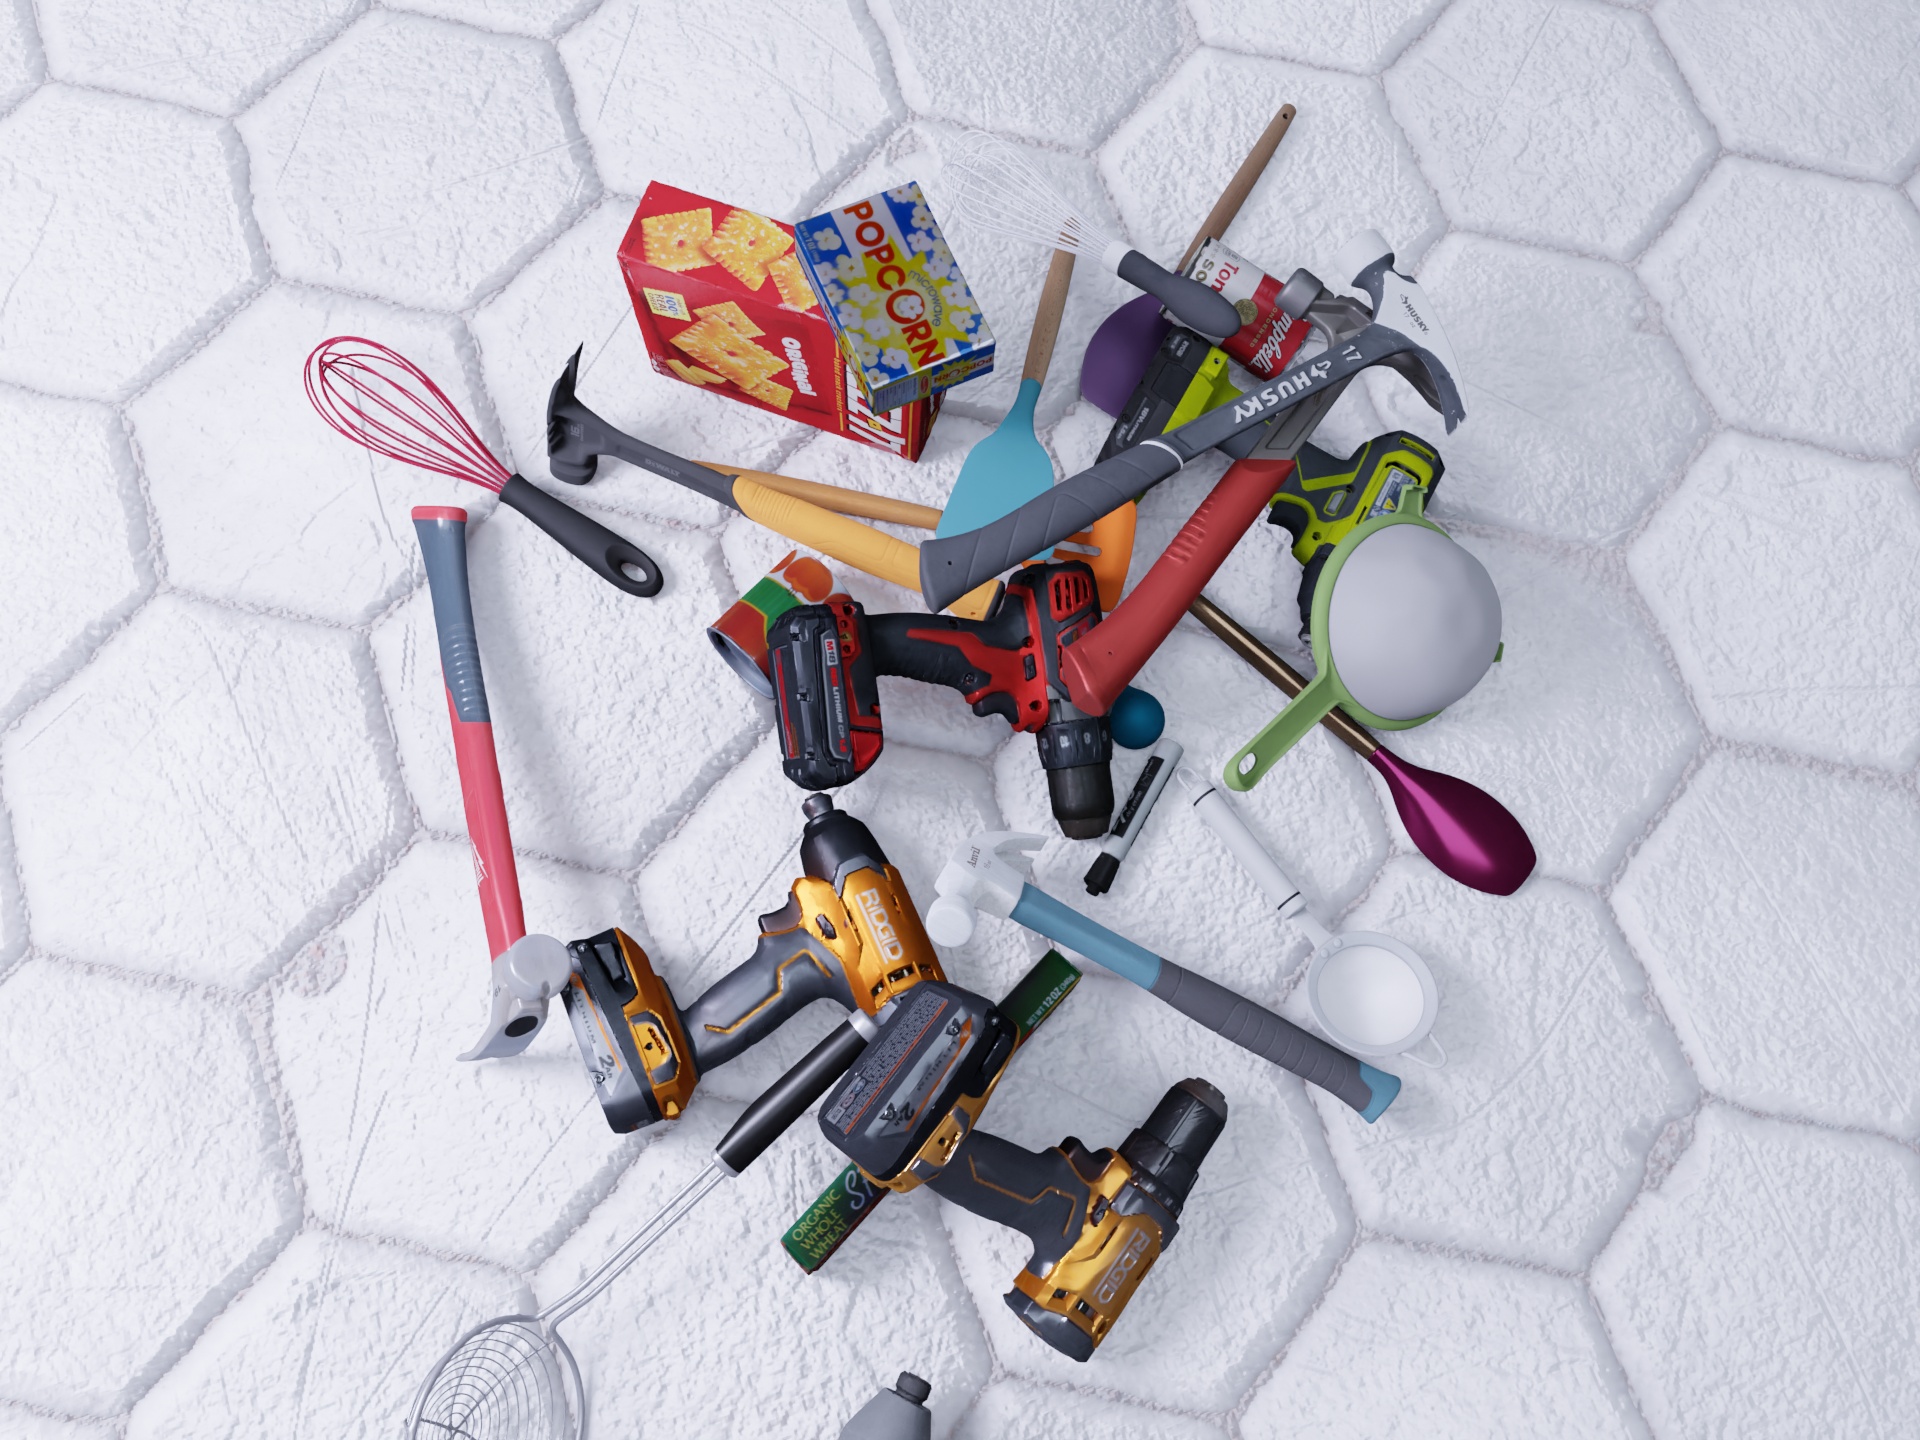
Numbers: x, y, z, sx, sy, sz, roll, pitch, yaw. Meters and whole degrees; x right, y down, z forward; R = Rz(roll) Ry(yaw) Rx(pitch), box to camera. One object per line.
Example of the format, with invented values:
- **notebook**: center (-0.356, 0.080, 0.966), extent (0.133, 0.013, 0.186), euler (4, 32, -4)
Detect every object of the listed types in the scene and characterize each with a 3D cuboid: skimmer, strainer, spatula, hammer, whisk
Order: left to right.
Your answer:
- **hammer**: center (-0.321, 0.026, 1.039), extent (0.038, 0.143, 0.387), euler (1, 58, -33)
- **whisk**: center (-0.333, -0.174, 1.114), extent (0.296, 0.073, 0.073), euler (34, 73, 0)
- **skimmer**: center (-0.170, 0.317, 0.918), extent (0.363, 0.127, 0.090), euler (-43, 38, -6)
- **hammer**: center (-0.125, -0.149, 1.095), extent (0.337, 0.127, 0.034), euler (23, 61, -2)
- **spatula**: center (-0.038, -0.148, 1.130), extent (0.322, 0.041, 0.081), euler (12, 97, 2)
- **spatula**: center (0.054, -0.252, 1.151), extent (0.082, 0.044, 0.318), euler (9, 56, 9)
- **whisk**: center (0.092, -0.351, 1.158), extent (0.285, 0.070, 0.070), euler (39, 73, 26)
- **hammer**: center (0.135, 0.168, 1.012), extent (0.331, 0.128, 0.033), euler (29, 117, -5)
- **hammer**: center (0.149, -0.176, 1.034), extent (0.409, 0.036, 0.149), euler (-30, 79, -13)
- **spatula**: center (0.181, -0.362, 1.225), extent (0.060, 0.018, 0.316), euler (34, 73, -4)
- **hammer**: center (0.192, -0.140, 1.068), extent (0.149, 0.036, 0.359), euler (38, 73, 0)
- **strainer**: center (0.227, 0.130, 1.060), extent (0.087, 0.050, 0.259), euler (-31, 71, -19)
- **strainer**: center (0.278, -0.035, 1.057), extent (0.256, 0.069, 0.151), euler (-40, 111, -21)

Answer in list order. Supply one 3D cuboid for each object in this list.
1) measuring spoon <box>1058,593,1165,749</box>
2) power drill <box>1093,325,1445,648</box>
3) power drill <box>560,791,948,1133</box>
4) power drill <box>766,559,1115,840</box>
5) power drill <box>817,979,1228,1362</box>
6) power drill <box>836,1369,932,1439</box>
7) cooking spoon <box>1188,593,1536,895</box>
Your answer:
- **measuring spoon**: center (0.101, -0.039, 1.100), extent (0.042, 0.021, 0.128), euler (-30, 90, -7)
- **power drill**: center (0.213, -0.166, 1.134), extent (0.223, 0.080, 0.171), euler (30, 74, 2)
- **power drill**: center (-0.137, 0.149, 1.010), extent (0.226, 0.084, 0.164), euler (-21, 74, -14)
- **power drill**: center (-0.002, -0.003, 1.045), extent (0.226, 0.080, 0.188), euler (-8, 90, -19)
- **power drill**: center (0.050, 0.249, 0.955), extent (0.226, 0.084, 0.185), euler (44, 74, -19)
- **power drill**: center (0.017, 0.483, 0.915), extent (0.220, 0.078, 0.143), euler (24, 72, 7)
- **cooking spoon**: center (0.269, 0.005, 1.113), extent (0.319, 0.017, 0.069), euler (41, 73, 9)
